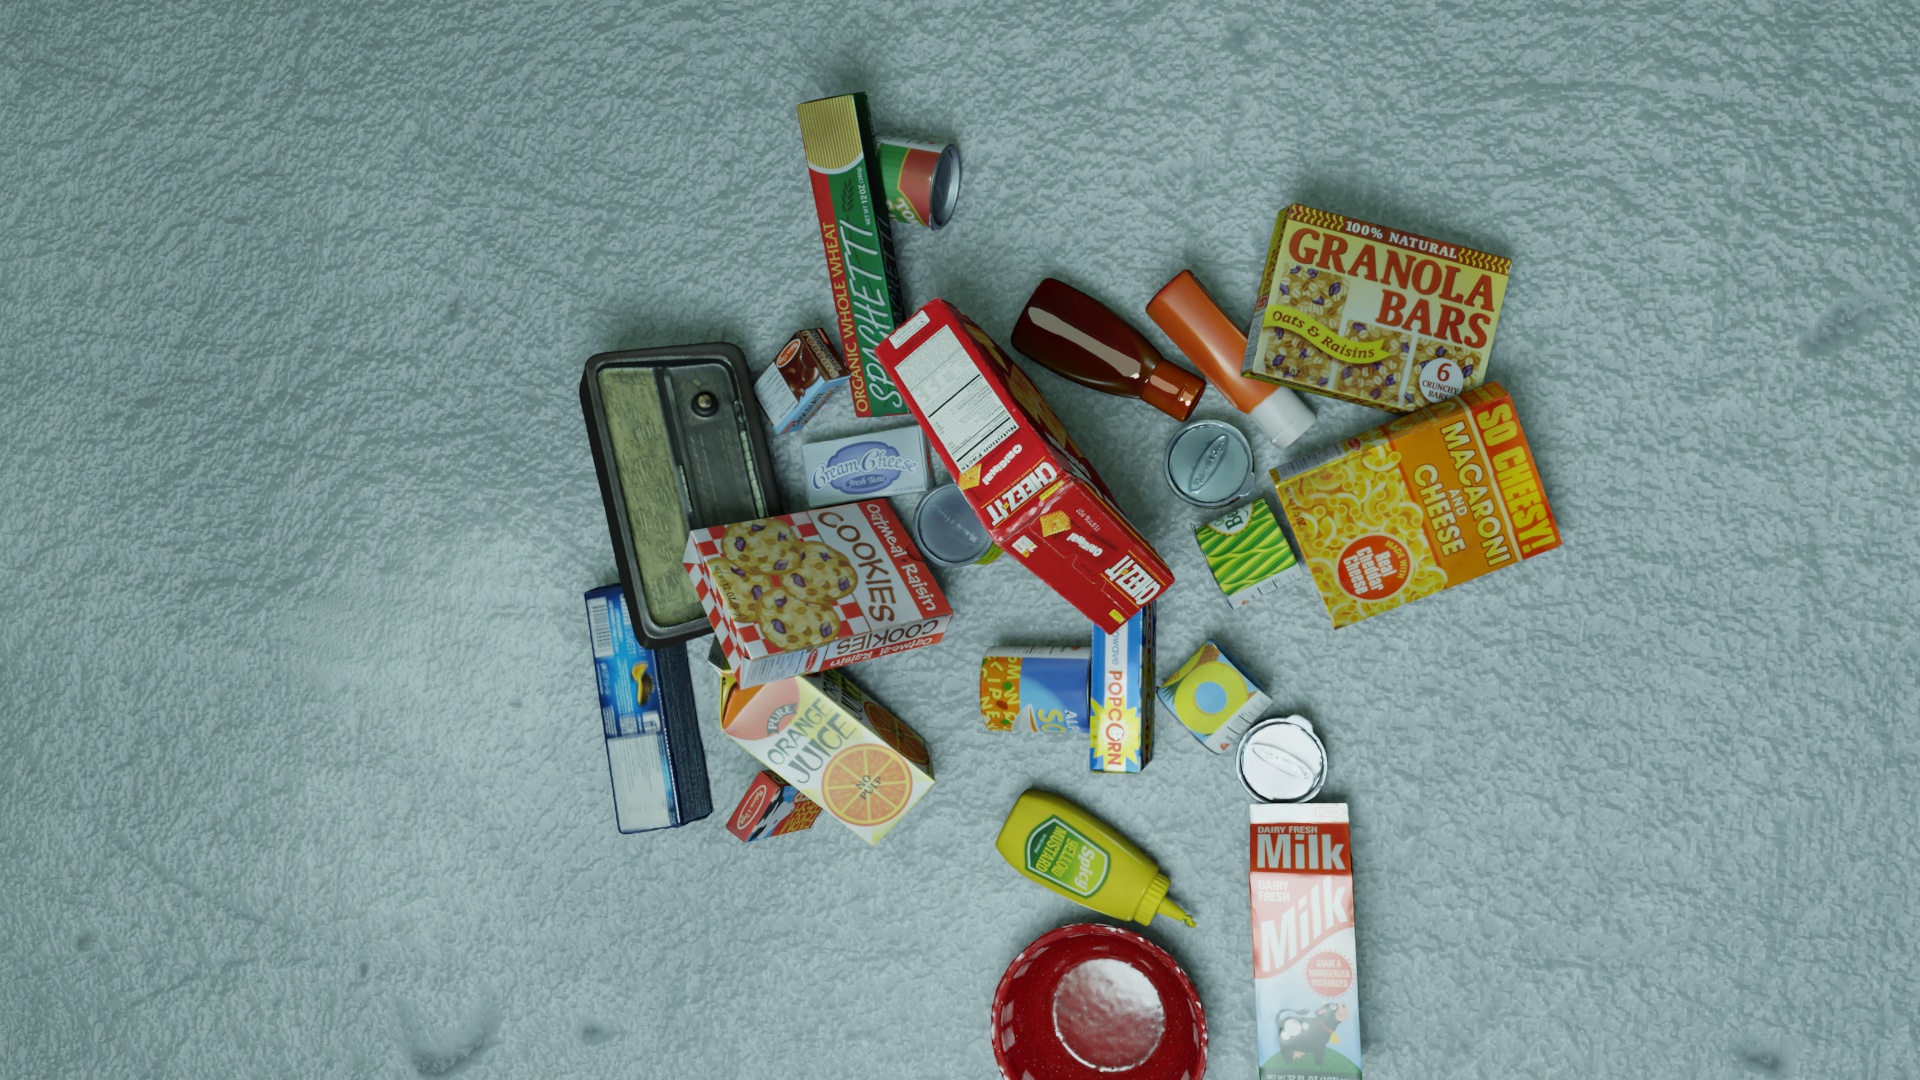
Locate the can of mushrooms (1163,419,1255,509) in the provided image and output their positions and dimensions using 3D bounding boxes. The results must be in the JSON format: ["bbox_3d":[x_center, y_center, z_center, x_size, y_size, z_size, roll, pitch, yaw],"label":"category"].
[{"bbox_3d":[0.190,-0.055,1.046,0.071,0.033,0.071,-1,87,15],"label":"can of mushrooms"}]

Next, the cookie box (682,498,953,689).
[{"bbox_3d":[-0.106,0.035,1.040,0.123,0.168,0.040,58,143,31],"label":"cookie box"}]

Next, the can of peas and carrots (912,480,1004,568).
[{"bbox_3d":[0.004,-0.014,1.080,0.071,0.059,0.071,-1,88,14],"label":"can of peas and carrots"}]

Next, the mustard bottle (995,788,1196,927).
[{"bbox_3d":[0.107,0.248,1.048,0.160,0.049,0.065,27,97,14],"label":"mustard bottle"}]

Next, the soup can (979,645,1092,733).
[{"bbox_3d":[0.062,0.116,1.055,0.084,0.071,0.071,-1,88,15],"label":"soup can"}]

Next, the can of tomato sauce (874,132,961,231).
[{"bbox_3d":[-0.050,-0.284,1.100,0.083,0.071,0.071,13,92,16],"label":"can of tomato sauce"}]

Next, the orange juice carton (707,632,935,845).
[{"bbox_3d":[-0.115,0.138,1.060,0.192,0.072,0.073,40,99,-14],"label":"orange juice carton"}]

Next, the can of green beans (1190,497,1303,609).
[{"bbox_3d":[0.211,0.009,1.021,0.058,0.071,0.071,-27,82,12],"label":"can of green beans"}]

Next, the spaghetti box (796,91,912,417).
[{"bbox_3d":[-0.077,-0.217,1.080,0.050,0.029,0.249,-3,107,23],"label":"spaghetti box"}]

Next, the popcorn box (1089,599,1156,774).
[{"bbox_3d":[0.121,0.105,1.031,0.038,0.085,0.126,1,88,14],"label":"popcorn box"}]

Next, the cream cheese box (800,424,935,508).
[{"bbox_3d":[-0.075,-0.058,1.120,0.104,0.024,0.053,-8,85,14],"label":"cream cheese box"}]

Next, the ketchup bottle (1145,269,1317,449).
[{"bbox_3d":[0.202,-0.133,1.033,0.043,0.065,0.149,-42,87,2],"label":"ketchup bottle"}]

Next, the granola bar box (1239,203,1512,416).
[{"bbox_3d":[0.295,-0.159,0.992,0.166,0.039,0.124,13,91,-6],"label":"granola bar box"}]

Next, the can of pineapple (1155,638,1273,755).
[{"bbox_3d":[0.186,0.113,1.024,0.071,0.071,0.058,45,99,12],"label":"can of pineapple"}]

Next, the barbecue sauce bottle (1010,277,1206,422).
[{"bbox_3d":[0.115,-0.141,1.064,0.149,0.044,0.065,31,96,13],"label":"barbecue sauce bottle"}]

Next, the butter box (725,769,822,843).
[{"bbox_3d":[-0.137,0.204,1.086,0.024,0.103,0.053,35,99,22],"label":"butter box"}]

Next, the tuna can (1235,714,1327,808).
[{"bbox_3d":[0.238,0.160,1.025,0.071,0.033,0.071,0,88,15],"label":"tuna can"}]

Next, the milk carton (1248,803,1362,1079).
[{"bbox_3d":[0.247,0.284,0.996,0.072,0.073,0.190,-4,88,15],"label":"milk carton"}]

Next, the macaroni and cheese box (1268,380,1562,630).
[{"bbox_3d":[0.321,-0.024,0.984,0.166,0.040,0.123,-22,108,12],"label":"macaroni and cheese box"}]

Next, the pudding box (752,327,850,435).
[{"bbox_3d":[-0.129,-0.127,1.115,0.083,0.030,0.050,-41,76,42],"label":"pudding box"}]
